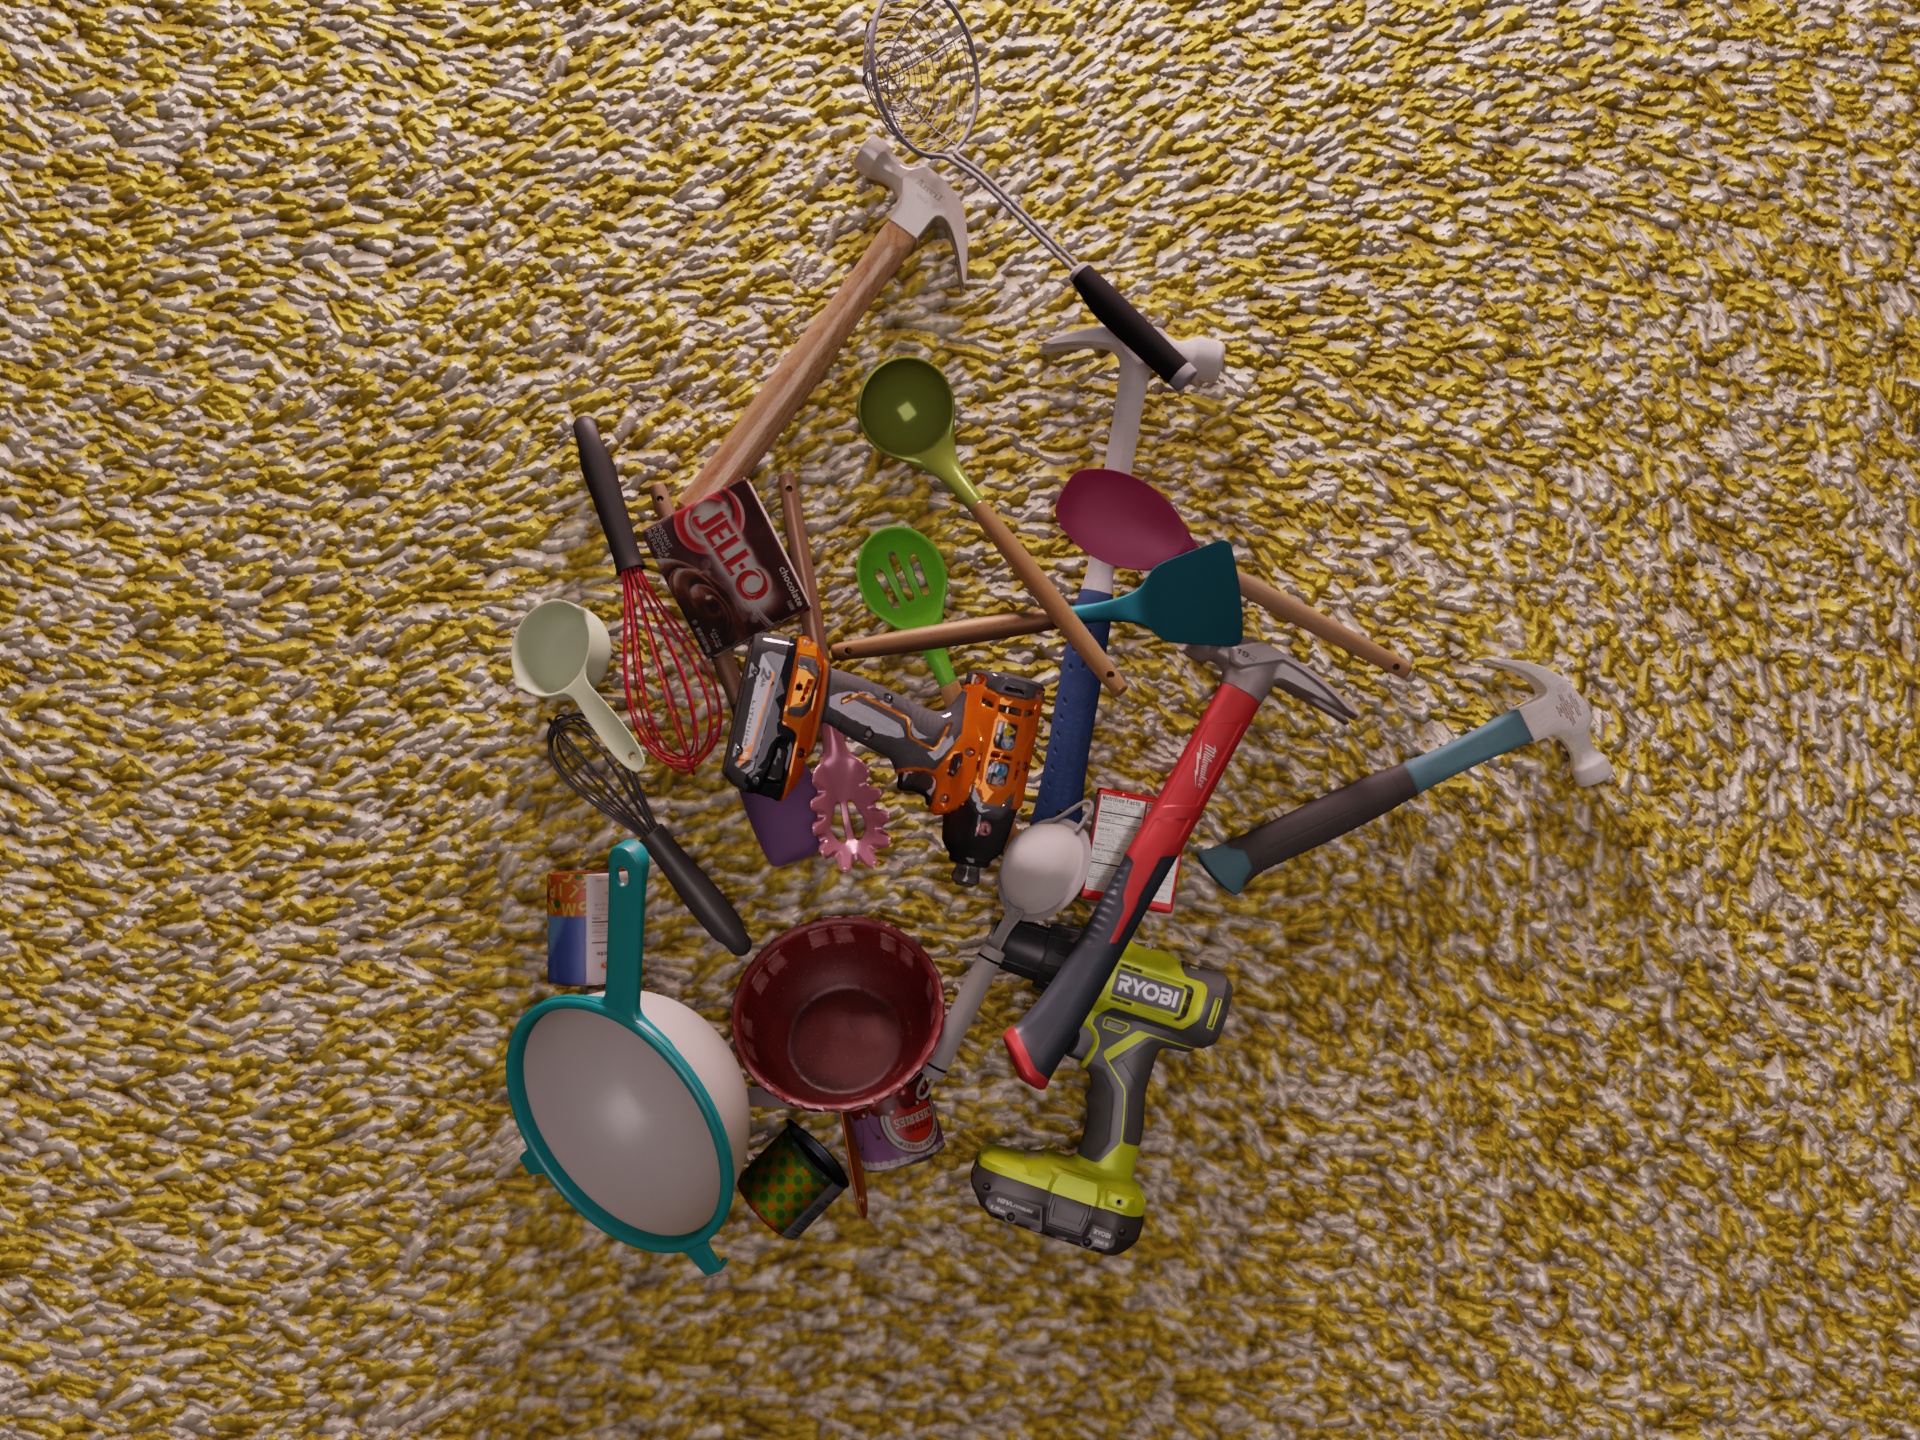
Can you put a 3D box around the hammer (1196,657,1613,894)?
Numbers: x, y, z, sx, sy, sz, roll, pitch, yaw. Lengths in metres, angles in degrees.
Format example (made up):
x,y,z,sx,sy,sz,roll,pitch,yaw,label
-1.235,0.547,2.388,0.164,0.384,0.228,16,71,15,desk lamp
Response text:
x,y,z,sx,sy,sz,roll,pitch,yaw,label
0.345,0.054,1.262,0.331,0.033,0.128,-25,91,-3,hammer

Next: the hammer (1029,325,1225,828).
x,y,z,sx,sy,sz,roll,pitch,yaw,label
0.103,-0.113,1.254,0.144,0.035,0.405,10,88,-2,hammer

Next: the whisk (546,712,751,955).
x,y,z,sx,sy,sz,roll,pitch,yaw,label
-0.241,0.089,1.233,0.055,0.055,0.239,-38,95,-3,whisk

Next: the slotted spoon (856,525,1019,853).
x,y,z,sx,sy,sz,roll,pitch,yaw,label
-0.002,-0.004,1.252,0.070,0.031,0.314,-22,92,-3,slotted spoon

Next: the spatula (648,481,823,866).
x,y,z,sx,sy,sz,roll,pitch,yaw,label
-0.180,-0.039,1.249,0.060,0.018,0.316,-22,91,-4,spatula

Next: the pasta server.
x,y,z,sx,sy,sz,roll,pitch,yaw,label
-0.108,-0.039,1.243,0.060,0.040,0.316,-10,88,-11,pasta server

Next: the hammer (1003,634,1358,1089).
x,y,z,sx,sy,sz,roll,pitch,yaw,label
0.158,0.111,1.205,0.143,0.038,0.386,30,75,3,hammer

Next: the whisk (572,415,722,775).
x,y,z,sx,sy,sz,roll,pitch,yaw,label
-0.248,-0.098,1.229,0.073,0.073,0.296,-18,84,-3,whisk

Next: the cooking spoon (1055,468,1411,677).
x,y,z,sx,sy,sz,roll,pitch,yaw,label
0.218,-0.107,1.242,0.318,0.017,0.068,26,103,-11,cooking spoon

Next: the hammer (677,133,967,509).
x,y,z,sx,sy,sz,roll,pitch,yaw,label
-0.111,-0.291,1.251,0.130,0.031,0.331,35,88,-1,hammer

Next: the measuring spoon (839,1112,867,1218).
x,y,z,sx,sy,sz,roll,pitch,yaw,label
-0.089,0.333,1.242,0.011,0.021,0.117,-10,95,17,measuring spoon

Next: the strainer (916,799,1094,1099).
x,y,z,sx,sy,sz,roll,pitch,yaw,label
0.027,0.168,1.196,0.050,0.087,0.258,29,87,-41,strainer

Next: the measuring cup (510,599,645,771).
x,y,z,sx,sy,sz,roll,pitch,yaw,label
-0.277,-0.021,1.206,0.083,0.038,0.168,-45,67,11,measuring cup

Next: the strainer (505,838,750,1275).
x,y,z,sx,sy,sz,roll,pitch,yaw,label
-0.222,0.223,1.155,0.211,0.095,0.340,20,118,24,strainer

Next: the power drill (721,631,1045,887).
x,y,z,sx,sy,sz,roll,pitch,yaw,label
-0.059,0.029,1.190,0.226,0.084,0.164,12,85,-11,power drill

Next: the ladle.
x,y,z,sx,sy,sz,roll,pitch,yaw,label
0.027,-0.147,1.199,0.078,0.062,0.320,-35,72,-3,ladle

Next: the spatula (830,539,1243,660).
x,y,z,sx,sy,sz,roll,pitch,yaw,label
0.058,-0.075,1.221,0.317,0.044,0.082,-8,97,6,spatula

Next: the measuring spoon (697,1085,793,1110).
x,y,z,sx,sy,sz,roll,pitch,yaw,label
-0.145,0.293,1.248,0.124,0.018,0.034,1,92,-9,measuring spoon

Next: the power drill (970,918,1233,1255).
x,y,z,sx,sy,sz,roll,pitch,yaw,label
0.087,0.273,1.226,0.190,0.080,0.228,17,86,3,power drill

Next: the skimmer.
x,y,z,sx,sy,sz,roll,pitch,yaw,label
0.062,-0.405,1.215,0.363,0.090,0.127,46,50,5,skimmer
